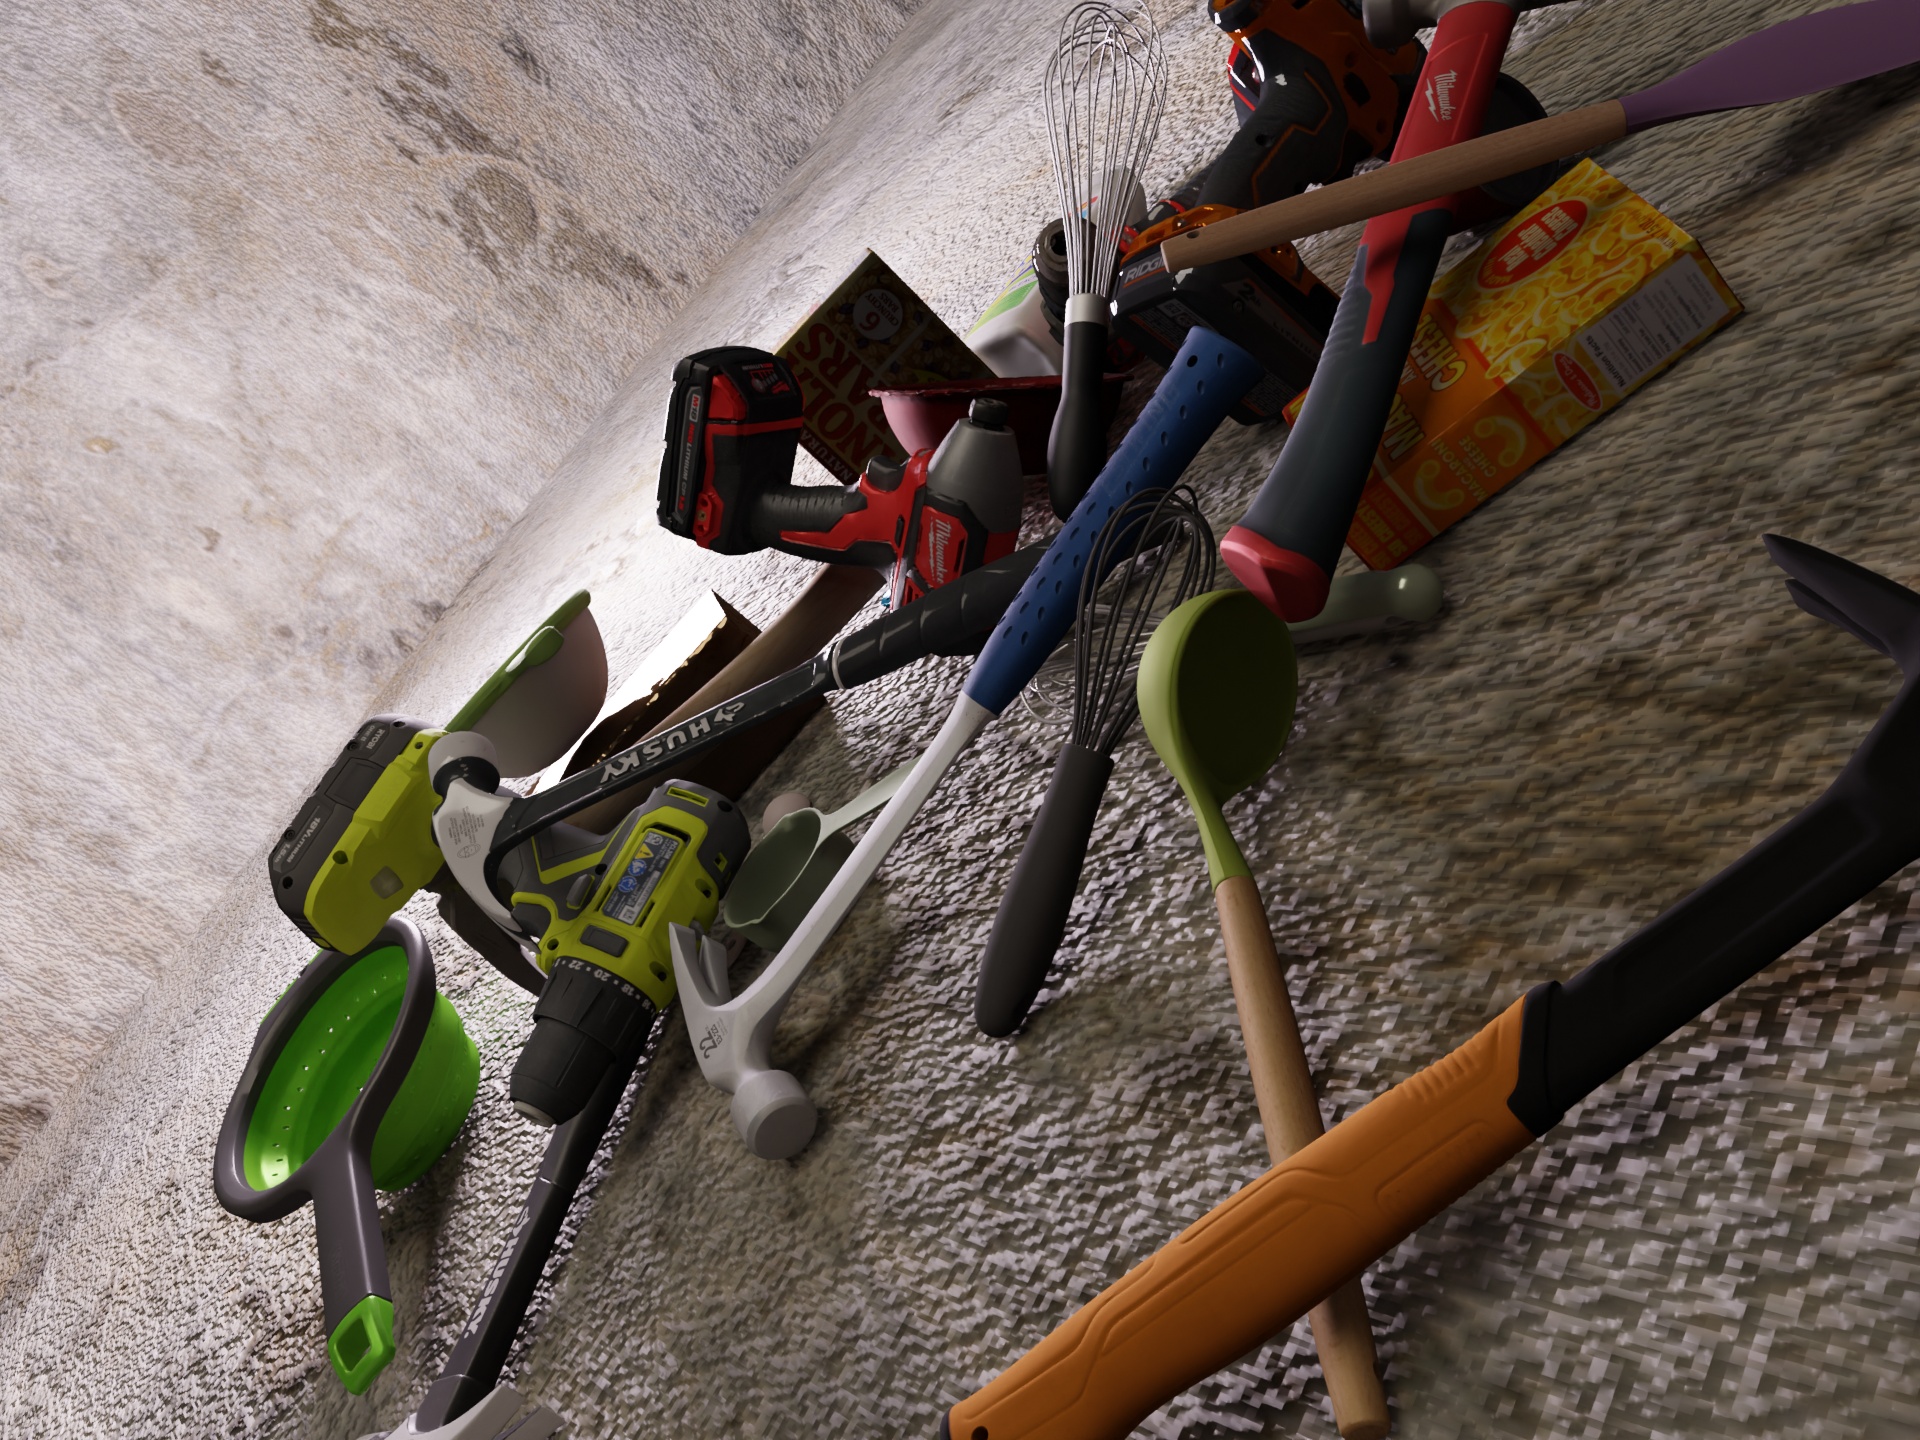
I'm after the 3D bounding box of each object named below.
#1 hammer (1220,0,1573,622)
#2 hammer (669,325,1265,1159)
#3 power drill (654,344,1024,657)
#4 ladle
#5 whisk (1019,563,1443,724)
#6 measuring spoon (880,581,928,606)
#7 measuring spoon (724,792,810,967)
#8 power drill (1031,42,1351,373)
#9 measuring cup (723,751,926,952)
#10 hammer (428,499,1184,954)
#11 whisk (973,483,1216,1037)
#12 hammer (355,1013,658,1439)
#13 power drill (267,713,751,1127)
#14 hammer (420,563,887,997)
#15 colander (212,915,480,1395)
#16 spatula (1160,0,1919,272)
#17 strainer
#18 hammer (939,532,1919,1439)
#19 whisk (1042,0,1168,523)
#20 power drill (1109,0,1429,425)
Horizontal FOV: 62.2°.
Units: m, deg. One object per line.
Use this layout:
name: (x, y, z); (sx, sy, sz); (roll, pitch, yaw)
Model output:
hammer: (0.199, -0.200, 0.658); (0.143, 0.038, 0.386); (4, 57, 32)
hammer: (-0.001, -0.002, 0.726); (0.405, 0.035, 0.144); (-55, 38, 5)
power drill: (-0.064, -0.137, 0.911); (0.078, 0.220, 0.143); (-25, -46, -55)
ladle: (0.105, 0.070, 0.517); (0.062, 0.078, 0.320); (-27, 37, 19)
whisk: (0.104, -0.036, 0.697); (0.246, 0.057, 0.059); (-9, 79, 52)
measuring spoon: (-0.026, -0.079, 1.023); (0.042, 0.021, 0.129); (-55, 15, -9)
measuring spoon: (-0.118, 0.089, 0.916); (0.034, 0.018, 0.124); (-26, 33, 41)
power drill: (0.133, -0.309, 0.927); (0.226, 0.080, 0.188); (-45, -11, 9)
measuring cup: (-0.053, 0.064, 0.820); (0.167, 0.038, 0.083); (-35, 27, 25)
hammer: (-0.075, -0.018, 0.805); (0.409, 0.036, 0.149); (-26, 44, -2)
whisk: (0.052, 0.014, 0.647); (0.055, 0.055, 0.239); (7, 76, 62)
hammer: (-0.204, 0.231, 0.828); (0.146, 0.035, 0.335); (-29, 30, 39)
power drill: (-0.250, 0.100, 0.861); (0.228, 0.080, 0.191); (18, 61, 17)
hammer: (-0.147, 0.000, 0.996); (0.410, 0.146, 0.038); (-44, 21, -6)
colander: (-0.349, 0.268, 0.967); (0.204, 0.094, 0.397); (-49, 33, 1)
spatula: (0.233, -0.231, 0.627); (0.316, 0.018, 0.060); (-16, 43, 6)
strainer: (-0.256, -0.016, 0.995); (0.151, 0.069, 0.256); (-51, 13, -18)
hammer: (0.125, 0.095, 0.408); (0.337, 0.034, 0.127); (-41, 40, 11)
whisk: (0.068, -0.238, 0.815); (0.070, 0.070, 0.285); (-9, 74, 56)
power drill: (0.177, -0.269, 0.810); (0.084, 0.164, 0.226); (-5, 60, 57)
